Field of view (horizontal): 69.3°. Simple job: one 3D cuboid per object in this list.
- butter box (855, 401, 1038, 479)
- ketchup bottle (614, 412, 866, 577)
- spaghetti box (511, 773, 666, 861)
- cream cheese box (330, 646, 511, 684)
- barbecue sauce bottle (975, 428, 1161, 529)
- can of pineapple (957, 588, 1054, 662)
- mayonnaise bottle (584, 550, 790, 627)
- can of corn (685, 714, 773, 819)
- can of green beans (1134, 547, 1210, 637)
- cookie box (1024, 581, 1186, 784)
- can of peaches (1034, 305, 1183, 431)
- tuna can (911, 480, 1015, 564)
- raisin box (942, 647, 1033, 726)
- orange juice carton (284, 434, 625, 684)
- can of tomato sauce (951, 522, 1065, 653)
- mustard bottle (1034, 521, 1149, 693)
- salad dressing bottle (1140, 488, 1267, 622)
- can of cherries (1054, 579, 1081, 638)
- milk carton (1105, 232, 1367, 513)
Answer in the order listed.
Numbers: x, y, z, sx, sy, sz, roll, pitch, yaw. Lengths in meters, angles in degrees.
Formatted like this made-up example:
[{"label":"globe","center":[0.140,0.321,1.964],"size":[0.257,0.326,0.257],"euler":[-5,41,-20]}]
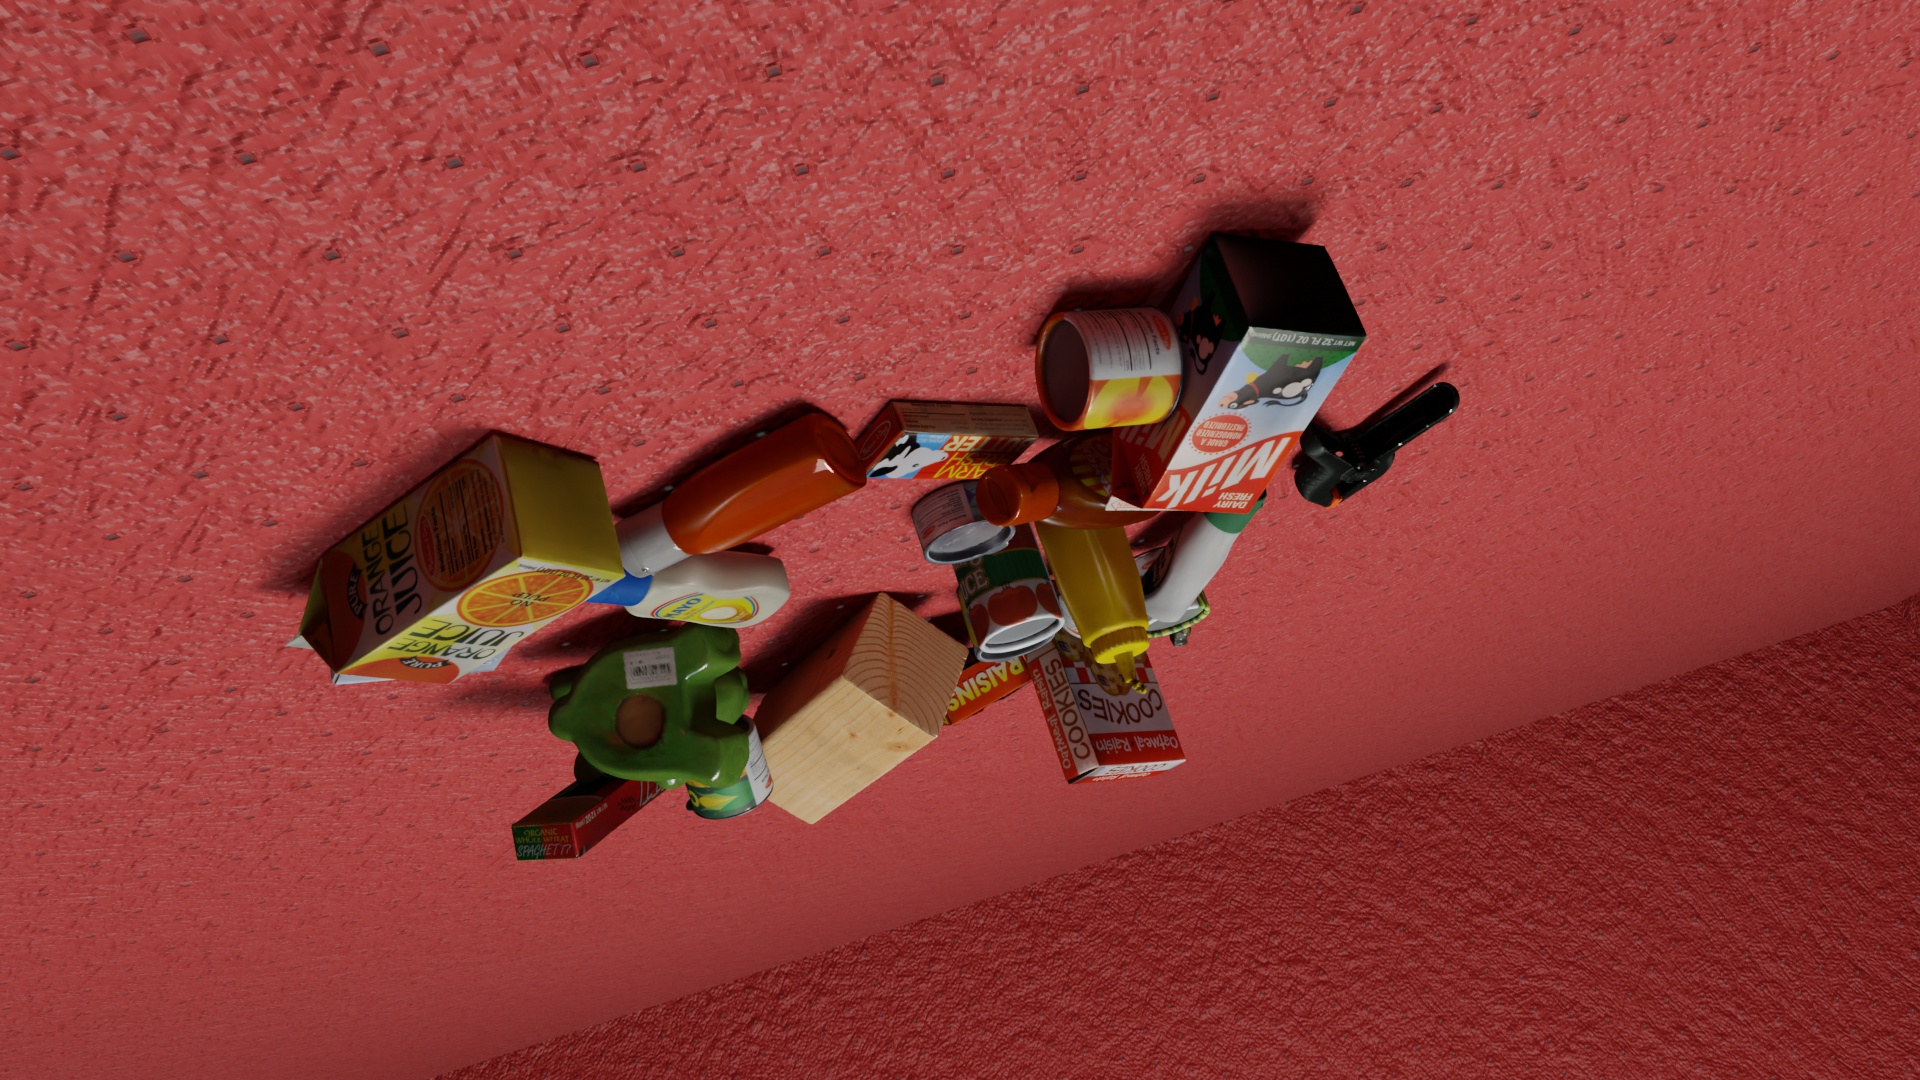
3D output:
[{"label":"butter box","center":[-0.008,-0.059,0.839],"size":[0.104,0.024,0.053],"euler":[-2,153,-36]},{"label":"ketchup bottle","center":[-0.131,-0.022,0.802],"size":[0.148,0.043,0.064],"euler":[-24,157,16]},{"label":"spaghetti box","center":[-0.255,0.185,1.073],"size":[0.050,0.028,0.251],"euler":[-5,-171,16]},{"label":"cream cheese box","center":[-0.339,0.067,0.879],"size":[0.104,0.024,0.053],"euler":[-2,153,-37]},{"label":"barbecue sauce bottle","center":[0.071,-0.035,0.875],"size":[0.149,0.065,0.043],"euler":[-11,157,-47]},{"label":"can of pineapple","center":[0.035,0.060,1.118],"size":[0.071,0.058,0.070],"euler":[-16,158,-6]},{"label":"mayonnaise bottle","center":[-0.180,0.028,0.888],"size":[0.064,0.041,0.148],"euler":[-29,157,31]},{"label":"can of corn","center":[-0.189,0.177,1.091],"size":[0.071,0.058,0.071],"euler":[-11,-157,5]},{"label":"can of green beans","center":[0.175,0.045,1.196],"size":[0.071,0.058,0.071],"euler":[-16,159,-6]},{"label":"cookie box","center":[0.114,0.119,1.176],"size":[0.123,0.168,0.040],"euler":[6,148,-46]},{"label":"can of peaches","center":[0.080,-0.093,0.767],"size":[0.058,0.071,0.071],"euler":[-7,156,-25]},{"label":"tuna can","center":[0.003,-0.012,0.952],"size":[0.071,0.033,0.070],"euler":[-16,159,-6]},{"label":"raisin box","center":[-0.003,0.125,1.195],"size":[0.086,0.040,0.123],"euler":[-26,-177,-23]},{"label":"orange juice carton","center":[-0.279,0.023,0.753],"size":[0.192,0.073,0.072],"euler":[-29,156,26]},{"label":"can of tomato sauce","center":[0.031,0.032,1.013],"size":[0.071,0.083,0.071],"euler":[-16,158,-6]},{"label":"mustard bottle","center":[0.096,0.033,0.962],"size":[0.048,0.161,0.065],"euler":[-29,155,29]},{"label":"salad dressing bottle","center":[0.190,0.004,1.097],"size":[0.044,0.064,0.146],"euler":[28,132,-2]},{"label":"can of cherries","center":[0.108,0.038,1.122],"size":[0.071,0.072,0.058],"euler":[-16,158,-5]},{"label":"milk carton","center":[0.146,-0.077,0.793],"size":[0.072,0.074,0.189],"euler":[1,142,-18]}]
